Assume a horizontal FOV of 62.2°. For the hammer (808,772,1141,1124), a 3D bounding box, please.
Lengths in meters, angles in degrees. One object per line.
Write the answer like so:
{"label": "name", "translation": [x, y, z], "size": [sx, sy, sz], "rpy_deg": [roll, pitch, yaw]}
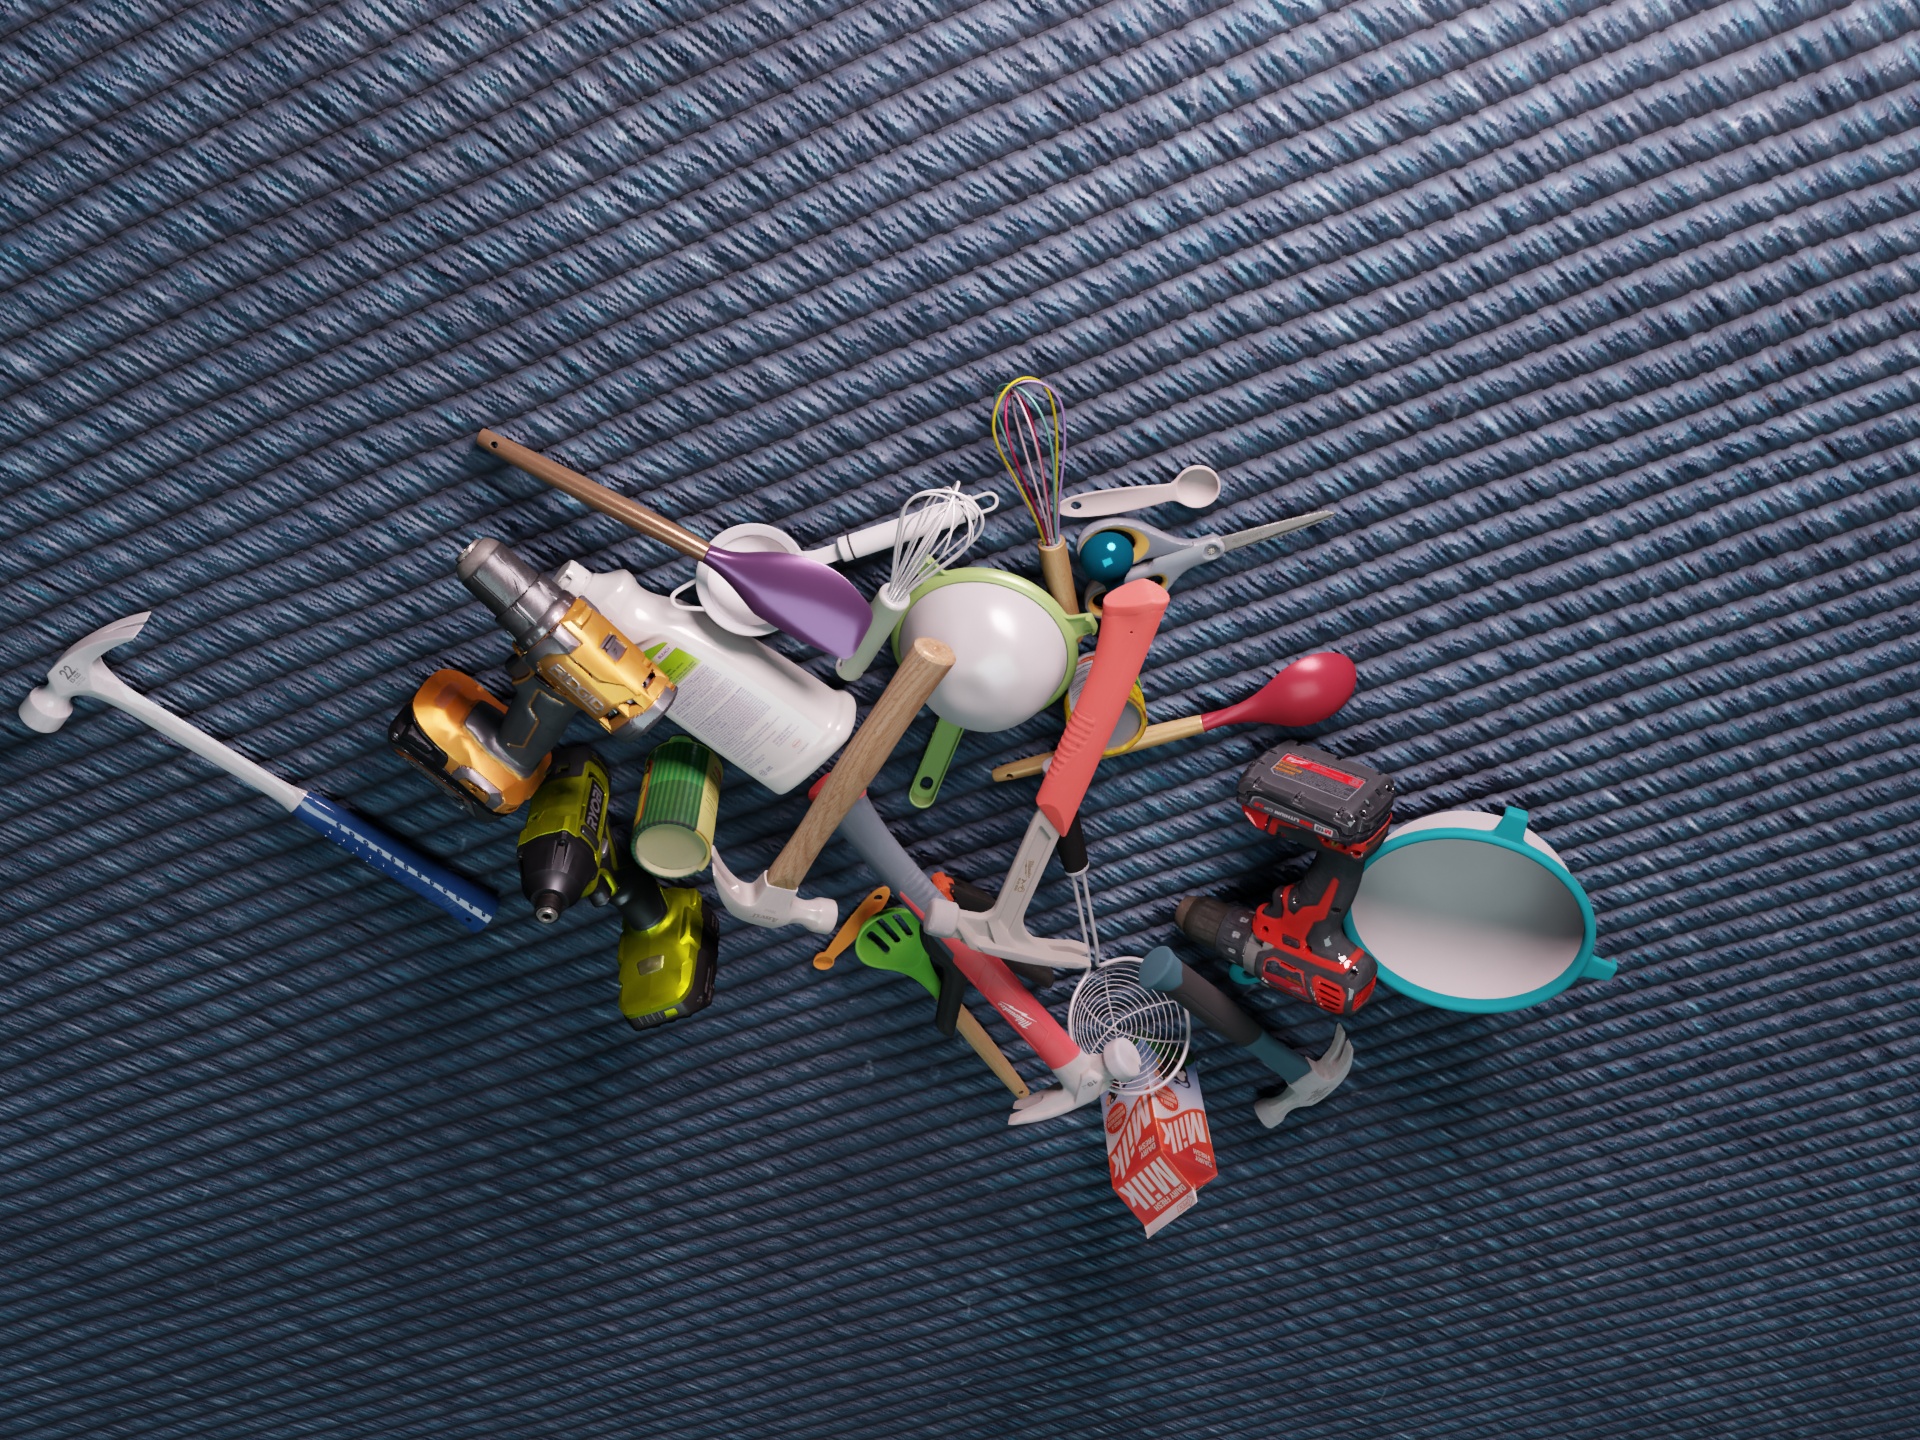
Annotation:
{"label": "hammer", "translation": [-0.010, 0.203, 1.406], "size": [0.143, 0.038, 0.386], "rpy_deg": [-32, 107, 29]}

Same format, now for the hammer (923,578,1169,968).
{"label": "hammer", "translation": [0.094, 0.051, 1.269], "size": [0.149, 0.037, 0.359], "rpy_deg": [14, 120, -13]}

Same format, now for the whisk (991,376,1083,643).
{"label": "whisk", "translation": [0.061, -0.151, 1.196], "size": [0.051, 0.047, 0.244], "rpy_deg": [13, 138, 28]}

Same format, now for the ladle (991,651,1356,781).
{"label": "ladle", "translation": [0.177, 0.007, 1.332], "size": [0.315, 0.031, 0.069], "rpy_deg": [-15, 127, 11]}

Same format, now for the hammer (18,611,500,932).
{"label": "hammer", "translation": [-0.563, 0.060, 1.338], "size": [0.144, 0.035, 0.405], "rpy_deg": [-39, 119, 24]}

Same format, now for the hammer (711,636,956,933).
{"label": "hammer", "translation": [-0.098, 0.057, 1.274], "size": [0.130, 0.031, 0.331], "rpy_deg": [14, 129, -27]}

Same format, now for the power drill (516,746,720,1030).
{"label": "power drill", "translation": [-0.291, 0.153, 1.337], "size": [0.080, 0.171, 0.223], "rpy_deg": [-19, 129, 12]}

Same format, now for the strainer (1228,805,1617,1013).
{"label": "strainer", "translation": [0.397, 0.170, 1.433], "size": [0.340, 0.095, 0.210], "rpy_deg": [-21, 115, 36]}

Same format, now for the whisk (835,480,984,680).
{"label": "whisk", "translation": [-0.047, -0.098, 1.194], "size": [0.059, 0.058, 0.246], "rpy_deg": [18, 145, -15]}

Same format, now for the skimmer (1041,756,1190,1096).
{"label": "skimmer", "translation": [0.132, 0.186, 1.416], "size": [0.127, 0.090, 0.362], "rpy_deg": [-33, 132, -23]}

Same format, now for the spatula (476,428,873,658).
{"label": "spatula", "translation": [-0.210, -0.138, 1.177], "size": [0.316, 0.018, 0.060], "rpy_deg": [27, 99, -7]}

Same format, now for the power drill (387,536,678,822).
{"label": "power drill", "translation": [-0.348, -0.030, 1.217], "size": [0.226, 0.084, 0.185], "rpy_deg": [-30, 115, 37]}

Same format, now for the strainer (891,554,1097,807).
{"label": "strainer", "translation": [-0.002, -0.004, 1.277], "size": [0.151, 0.069, 0.256], "rpy_deg": [20, 130, -4]}

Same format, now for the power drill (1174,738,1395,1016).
{"label": "power drill", "translation": [0.275, 0.134, 1.371], "size": [0.188, 0.080, 0.226], "rpy_deg": [22, 127, 32]}

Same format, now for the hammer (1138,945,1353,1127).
{"label": "hammer", "translation": [0.266, 0.295, 1.508], "size": [0.128, 0.033, 0.330], "rpy_deg": [-37, 132, 16]}

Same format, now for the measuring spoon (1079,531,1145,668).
{"label": "measuring spoon", "translation": [0.125, -0.087, 1.236], "size": [0.042, 0.021, 0.128], "rpy_deg": [-14, 124, 10]}

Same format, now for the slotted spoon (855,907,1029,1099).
{"label": "slotted spoon", "translation": [-0.009, 0.277, 1.528], "size": [0.070, 0.031, 0.313], "rpy_deg": [-34, 125, 1]}

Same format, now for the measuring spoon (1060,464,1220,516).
{"label": "measuring spoon", "translation": [0.134, -0.173, 1.203], "size": [0.124, 0.018, 0.034], "rpy_deg": [-7, 127, 12]}

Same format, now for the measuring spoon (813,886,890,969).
{"label": "measuring spoon", "translation": [-0.101, 0.190, 1.472], "size": [0.021, 0.011, 0.117], "rpy_deg": [26, 119, -26]}

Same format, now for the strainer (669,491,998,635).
{"label": "strainer", "translation": [-0.093, -0.127, 1.210], "size": [0.258, 0.050, 0.087], "rpy_deg": [-18, 86, 5]}
